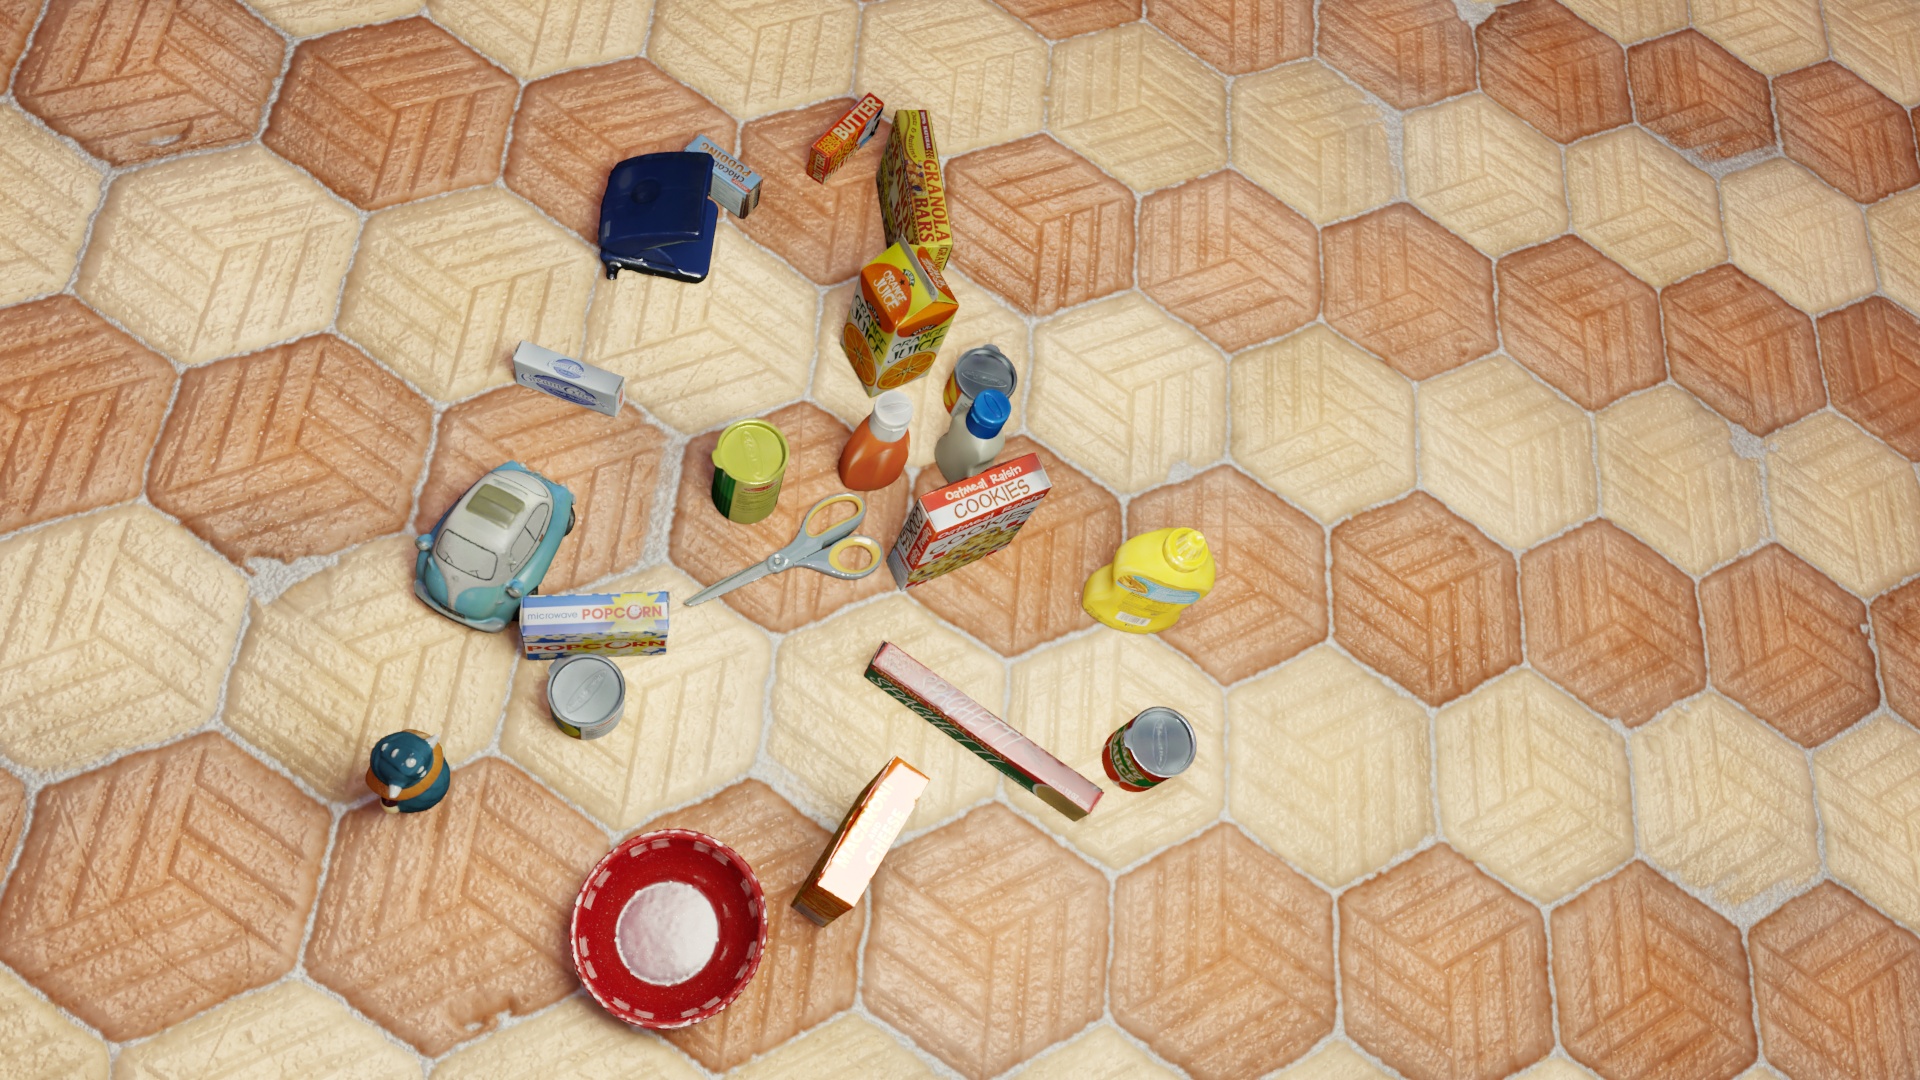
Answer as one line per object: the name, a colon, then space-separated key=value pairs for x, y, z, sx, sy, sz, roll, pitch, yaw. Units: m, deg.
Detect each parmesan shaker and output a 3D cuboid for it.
parmesan shaker: x=-0.203 y=-0.064 z=1.315 sx=0.071 sy=0.102 sz=0.071 roll=5 pitch=68 yaw=-12

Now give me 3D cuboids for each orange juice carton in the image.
orange juice carton: x=-0.059 y=-0.222 z=1.365 sx=0.073 sy=0.192 sz=0.072 roll=-24 pitch=77 yaw=-21

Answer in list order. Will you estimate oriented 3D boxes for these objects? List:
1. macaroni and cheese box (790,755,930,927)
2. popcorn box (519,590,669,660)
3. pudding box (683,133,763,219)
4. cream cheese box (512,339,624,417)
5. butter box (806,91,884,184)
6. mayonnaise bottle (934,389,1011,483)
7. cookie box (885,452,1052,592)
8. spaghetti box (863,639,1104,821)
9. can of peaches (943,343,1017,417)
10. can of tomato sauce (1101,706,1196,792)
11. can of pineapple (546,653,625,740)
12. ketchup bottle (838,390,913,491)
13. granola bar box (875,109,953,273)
macaroni and cheese box: x=-0.088 y=0.259 z=1.181 sx=0.040 sy=0.165 sz=0.124 roll=33 pitch=65 yaw=0
popcorn box: x=-0.325 y=0.076 z=1.239 sx=0.127 sy=0.085 sz=0.038 roll=-2 pitch=70 yaw=-15
pudding box: x=-0.251 y=-0.382 z=1.460 sx=0.084 sy=0.049 sz=0.030 roll=36 pitch=65 yaw=2
cream cheese box: x=-0.376 y=-0.154 z=1.336 sx=0.104 sy=0.053 sz=0.024 roll=20 pitch=66 yaw=-6
butter box: x=-0.125 y=-0.437 z=1.511 sx=0.024 sy=0.053 sz=0.104 roll=38 pitch=65 yaw=3
mayonnaise bottle: x=0.015 y=-0.100 z=1.359 sx=0.041 sy=0.147 sz=0.065 roll=-29 pitch=79 yaw=-22
cookie box: x=0.005 y=-0.016 z=1.313 sx=0.123 sy=0.166 sz=0.040 roll=-23 pitch=76 yaw=-21
spaghetti box: x=0.019 y=0.179 z=1.303 sx=0.250 sy=0.050 sz=0.029 roll=35 pitch=65 yaw=1
can of peaches: x=0.020 y=-0.159 z=1.434 sx=0.071 sy=0.057 sz=0.071 roll=5 pitch=68 yaw=-12
can of tomato sauce: x=0.176 y=0.200 z=1.316 sx=0.071 sy=0.082 sz=0.071 roll=5 pitch=68 yaw=-12
can of pineapple: x=-0.331 y=0.137 z=1.228 sx=0.071 sy=0.057 sz=0.071 roll=5 pitch=68 yaw=-12
ketchup bottle: x=-0.076 y=-0.095 z=1.334 sx=0.065 sy=0.148 sz=0.043 roll=-11 pitch=72 yaw=-18
granola bar box: x=-0.049 y=-0.346 z=1.455 sx=0.039 sy=0.123 sz=0.166 roll=-4 pitch=70 yaw=-15
